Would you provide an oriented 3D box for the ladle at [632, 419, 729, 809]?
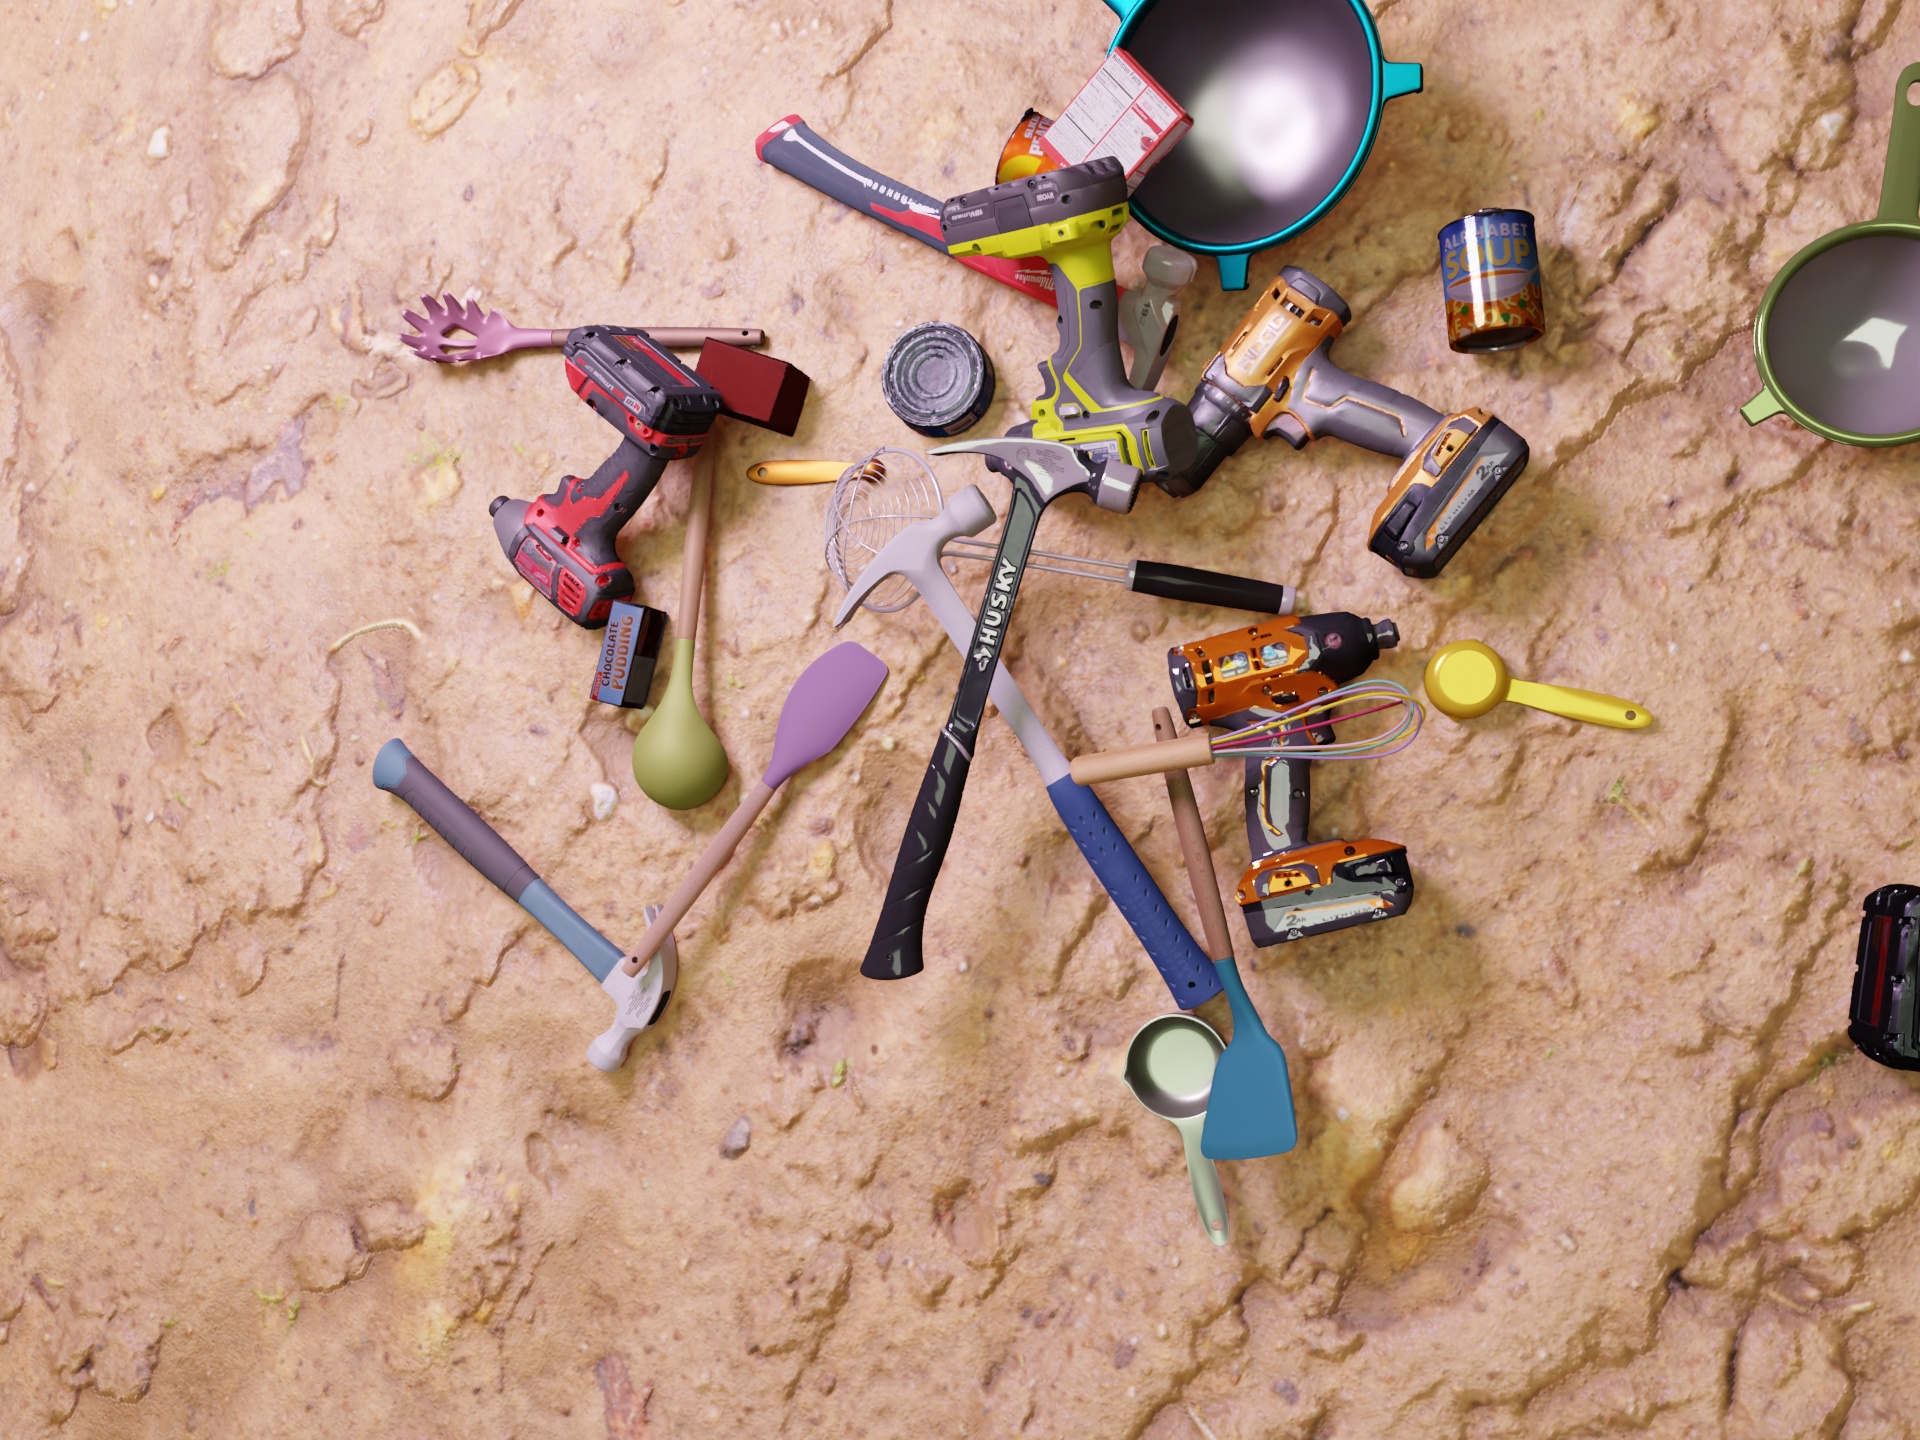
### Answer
[{"bbox_3d":[-0.215,-0.088,1.283,0.078,0.062,0.320,3,80,7],"label":"ladle"}]

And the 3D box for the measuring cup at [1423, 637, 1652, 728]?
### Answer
[{"bbox_3d":[0.406,-0.019,1.118,0.156,0.029,0.062,14,90,16],"label":"measuring cup"}]

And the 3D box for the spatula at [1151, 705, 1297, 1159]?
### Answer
[{"bbox_3d":[0.174,0.144,1.119,0.082,0.044,0.317,-22,79,44],"label":"spatula"}]

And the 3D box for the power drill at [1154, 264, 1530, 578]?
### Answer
[{"bbox_3d":[0.264,-0.193,1.143,0.226,0.084,0.185,41,98,17],"label":"power drill"}]

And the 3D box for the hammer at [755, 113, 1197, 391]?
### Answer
[{"bbox_3d":[-0.007,-0.361,1.231,0.386,0.038,0.143,31,124,20],"label":"hammer"}]

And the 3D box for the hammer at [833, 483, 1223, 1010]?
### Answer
[{"bbox_3d":[0.062,0.036,1.161,0.144,0.035,0.405,-33,90,12],"label":"hammer"}]

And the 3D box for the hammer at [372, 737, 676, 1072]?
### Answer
[{"bbox_3d":[-0.364,0.132,1.305,0.331,0.033,0.128,39,97,13],"label":"hammer"}]

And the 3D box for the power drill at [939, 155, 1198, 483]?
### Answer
[{"bbox_3d":[0.068,-0.276,1.145,0.171,0.080,0.223,1,113,40],"label":"power drill"}]

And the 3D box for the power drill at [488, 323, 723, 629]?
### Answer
[{"bbox_3d":[-0.293,-0.196,1.263,0.143,0.078,0.219,40,116,16],"label":"power drill"}]

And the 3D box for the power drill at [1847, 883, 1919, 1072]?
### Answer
[{"bbox_3d":[0.706,0.156,1.009,0.227,0.080,0.188,8,89,12],"label":"power drill"}]

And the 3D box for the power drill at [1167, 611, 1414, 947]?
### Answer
[{"bbox_3d":[0.252,0.035,1.131,0.164,0.084,0.226,-16,79,13],"label":"power drill"}]

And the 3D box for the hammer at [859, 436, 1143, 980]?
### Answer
[{"bbox_3d":[-0.002,-0.004,1.132,0.149,0.036,0.409,18,100,8],"label":"hammer"}]

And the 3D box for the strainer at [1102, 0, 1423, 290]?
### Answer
[{"bbox_3d":[0.171,-0.490,1.169,0.340,0.095,0.211,49,118,13],"label":"strainer"}]

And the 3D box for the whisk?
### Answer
[{"bbox_3d":[0.193,0.012,1.091,0.245,0.047,0.051,-11,77,17],"label":"whisk"}]

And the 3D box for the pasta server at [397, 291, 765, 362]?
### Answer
[{"bbox_3d":[-0.315,-0.321,1.319,0.316,0.040,0.060,3,76,13],"label":"pasta server"}]

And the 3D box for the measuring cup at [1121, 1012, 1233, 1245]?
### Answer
[{"bbox_3d":[0.171,0.294,1.157,0.083,0.038,0.167,-15,85,13],"label":"measuring cup"}]

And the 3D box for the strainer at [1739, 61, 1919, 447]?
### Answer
[{"bbox_3d":[0.615,-0.302,1.063,0.151,0.069,0.256,9,88,17],"label":"strainer"}]

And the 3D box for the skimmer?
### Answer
[{"bbox_3d":[0.070,-0.124,1.212,0.363,0.090,0.127,10,100,4],"label":"skimmer"}]

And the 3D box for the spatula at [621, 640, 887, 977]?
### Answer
[{"bbox_3d":[-0.168,0.070,1.251,0.060,0.018,0.316,35,87,14],"label":"spatula"}]

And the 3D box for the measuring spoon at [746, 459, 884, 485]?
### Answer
[{"bbox_3d":[-0.118,-0.200,1.274,0.117,0.011,0.021,1,87,14],"label":"measuring spoon"}]
